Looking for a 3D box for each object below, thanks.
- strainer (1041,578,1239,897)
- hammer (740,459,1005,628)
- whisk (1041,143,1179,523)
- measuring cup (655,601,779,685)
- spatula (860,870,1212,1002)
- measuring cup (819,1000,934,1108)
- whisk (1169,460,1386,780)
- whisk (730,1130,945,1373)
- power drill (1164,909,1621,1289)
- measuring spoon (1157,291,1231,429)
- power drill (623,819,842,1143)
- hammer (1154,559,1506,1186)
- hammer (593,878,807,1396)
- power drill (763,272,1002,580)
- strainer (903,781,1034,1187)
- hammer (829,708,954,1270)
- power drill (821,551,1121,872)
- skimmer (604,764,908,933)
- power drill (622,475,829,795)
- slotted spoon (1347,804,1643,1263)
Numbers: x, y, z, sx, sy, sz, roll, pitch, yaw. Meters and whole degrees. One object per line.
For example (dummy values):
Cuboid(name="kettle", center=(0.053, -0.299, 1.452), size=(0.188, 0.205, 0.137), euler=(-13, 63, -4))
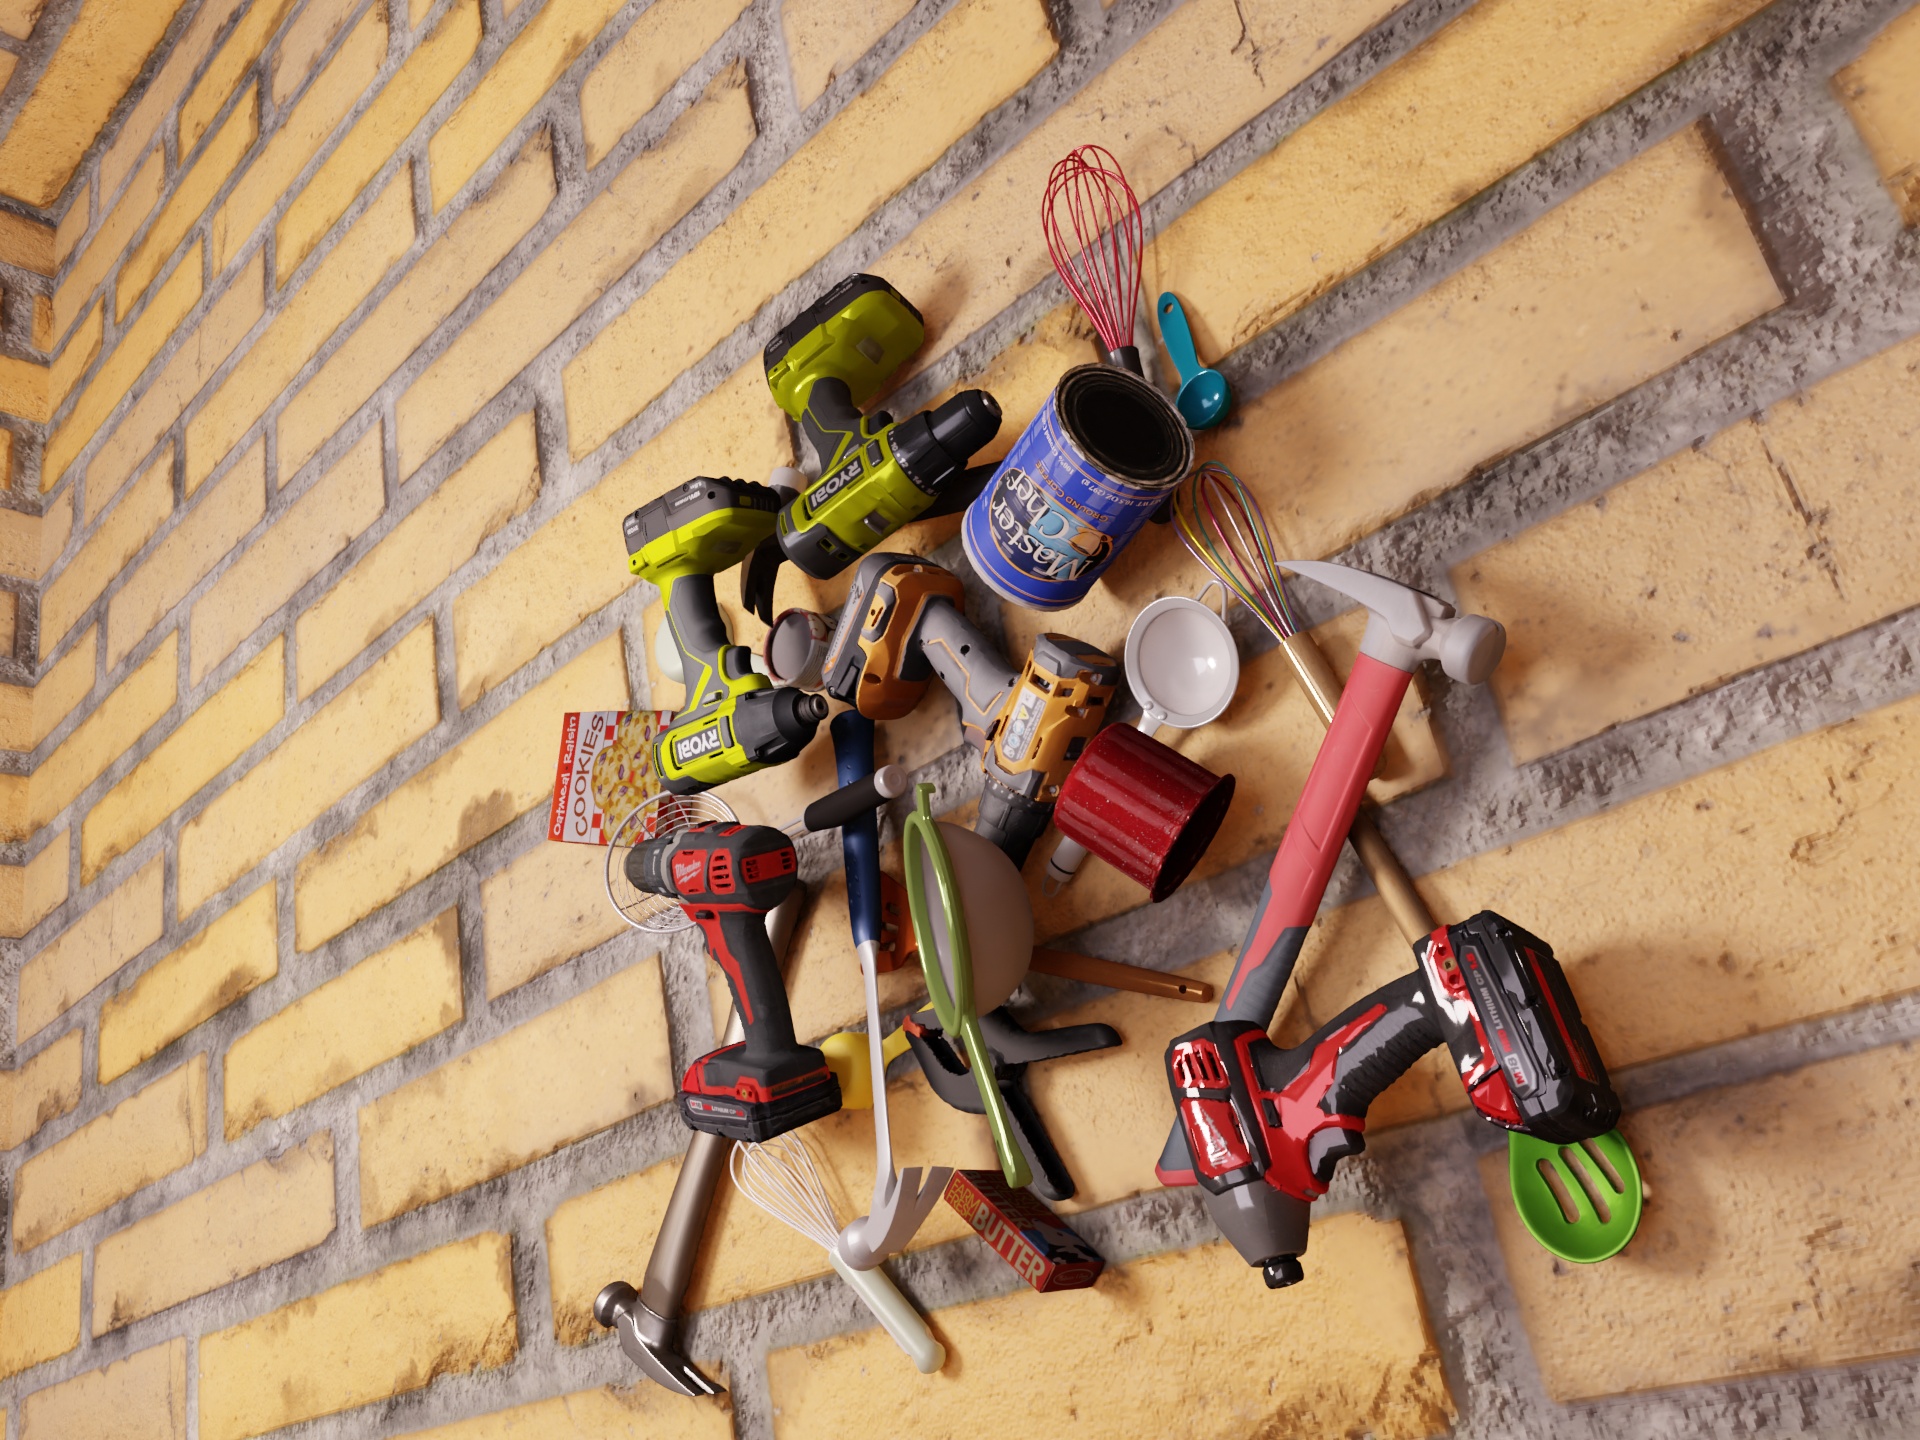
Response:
Cuboid(name="strainer", center=(0.117, 0.016, 1.052), size=(0.087, 0.050, 0.258), euler=(42, 116, 28))
Cuboid(name="hammer", center=(-0.046, -0.162, 1.237), size=(0.335, 0.035, 0.146), euler=(-8, 57, 39))
Cuboid(name="whisk", center=(0.110, -0.275, 1.117), size=(0.073, 0.073, 0.296), euler=(-23, 71, 38))
Cuboid(name="measuring cup", center=(-0.212, -0.058, 1.383), size=(0.168, 0.038, 0.083), euler=(21, 95, 47))
Cuboid(name="spatula", center=(0.038, 0.162, 1.107), size=(0.323, 0.041, 0.081), euler=(5, 83, 40))
Cuboid(name="measuring cup", center=(-0.053, 0.235, 1.169), size=(0.156, 0.029, 0.062), euler=(-40, 55, 30))
Cuboid(name="whisk", center=(0.201, -0.068, 0.992), size=(0.051, 0.047, 0.245), euler=(-50, 54, 39))
Cuboid(name="whisk", center=(-0.092, 0.382, 1.163), size=(0.059, 0.057, 0.247), euler=(-43, 52, -10))
Cuboid(name="power drill", center=(0.217, 0.201, 0.836), size=(0.219, 0.078, 0.143), euler=(-31, 55, 27))
Cuboid(name="measuring spoon", center=(0.160, -0.248, 1.093), size=(0.042, 0.021, 0.129), euler=(-37, 48, 32))
Cuboid(name="power drill", center=(-0.179, 0.187, 1.187), size=(0.188, 0.080, 0.226), euler=(-7, 94, 49))
Cuboid(name="hammer", center=(0.184, 0.098, 0.942), size=(0.143, 0.038, 0.386), euler=(31, 108, 42))
Cuboid(name="hammer", center=(-0.190, 0.326, 1.276), size=(0.146, 0.038, 0.410), euler=(19, 94, 43))
Cuboid(name="power drill", center=(-0.066, -0.238, 1.226), size=(0.190, 0.080, 0.229), euler=(-34, 47, 21))
Cuboid(name="strainer", center=(0.025, 0.170, 1.018), size=(0.151, 0.069, 0.257), euler=(96, 159, -54))
Cuboid(name="hammer", center=(-0.063, 0.171, 1.143), size=(0.144, 0.035, 0.406), euler=(126, 145, -51))
Cuboid(name="power drill", center=(-0.002, -0.004, 1.145), size=(0.226, 0.084, 0.185), euler=(35, 112, 38))
Cuboid(name="skimmer", center=(-0.167, 0.082, 1.224), size=(0.363, 0.090, 0.127), euler=(-27, 51, 53))
Cuboid(name="power drill", center=(-0.181, -0.068, 1.236), size=(0.171, 0.080, 0.223), euler=(-20, 77, 38))
Cuboid(name="slotted spoon", center=(0.275, 0.148, 0.878), size=(0.070, 0.031, 0.314), euler=(-44, 52, 27))
